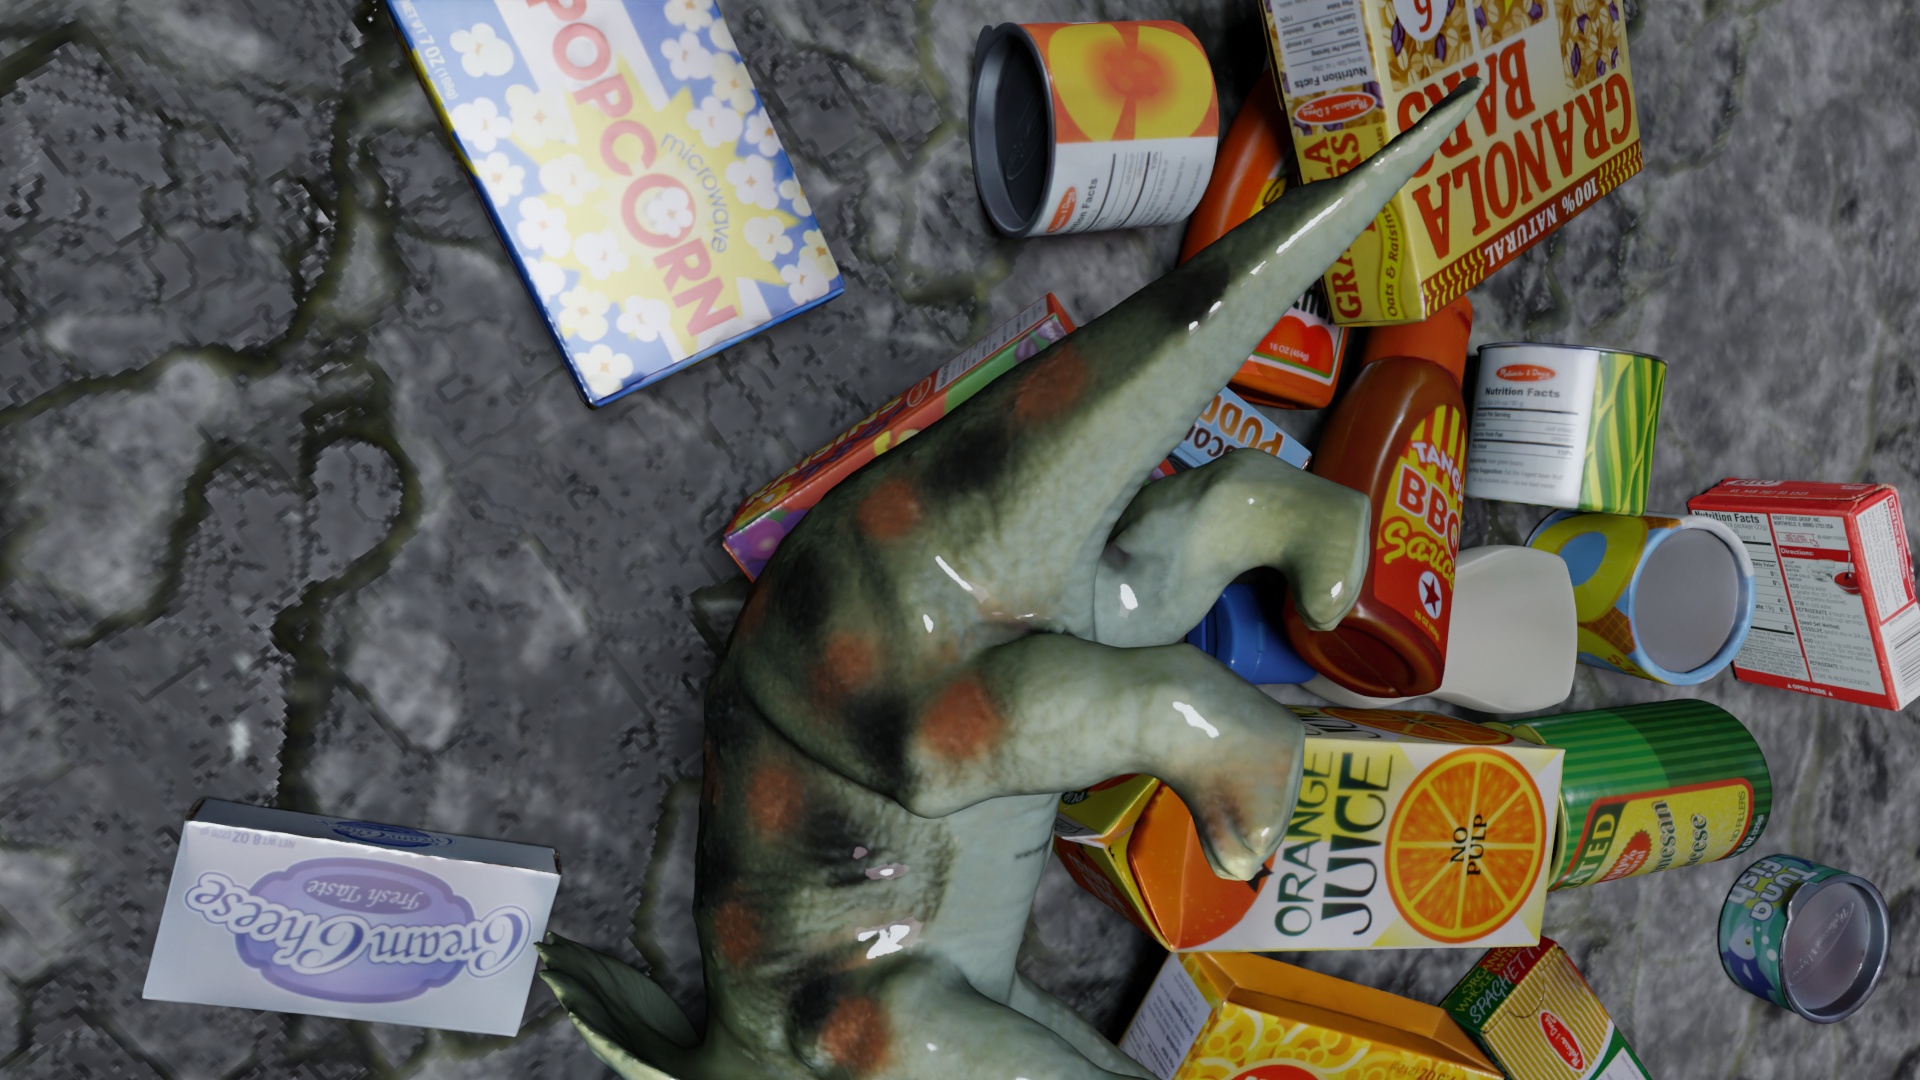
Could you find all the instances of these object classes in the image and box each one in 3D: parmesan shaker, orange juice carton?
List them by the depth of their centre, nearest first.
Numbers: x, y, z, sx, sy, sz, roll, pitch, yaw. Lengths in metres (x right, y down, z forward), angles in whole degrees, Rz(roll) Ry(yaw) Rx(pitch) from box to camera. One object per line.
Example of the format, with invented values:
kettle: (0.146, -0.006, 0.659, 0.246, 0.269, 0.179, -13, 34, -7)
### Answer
orange juice carton: (0.108, 0.097, 0.487, 0.193, 0.072, 0.073, 5, 92, -21)
parmesan shaker: (0.252, 0.097, 0.540, 0.103, 0.071, 0.071, -4, 96, -20)

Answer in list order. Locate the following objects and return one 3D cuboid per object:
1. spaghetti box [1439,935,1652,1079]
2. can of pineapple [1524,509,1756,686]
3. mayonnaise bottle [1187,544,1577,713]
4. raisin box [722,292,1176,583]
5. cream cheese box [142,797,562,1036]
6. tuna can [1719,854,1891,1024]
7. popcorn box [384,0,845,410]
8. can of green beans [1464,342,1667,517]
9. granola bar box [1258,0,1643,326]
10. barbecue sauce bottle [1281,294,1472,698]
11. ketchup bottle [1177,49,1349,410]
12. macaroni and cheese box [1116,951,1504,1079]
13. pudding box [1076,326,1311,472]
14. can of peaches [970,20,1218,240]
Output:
spaghetti box: (0.287, 0.268, 0.590, 0.050, 0.028, 0.249, -41, 107, -12)
can of pineapple: (0.263, 0.022, 0.545, 0.071, 0.058, 0.071, -2, 96, -20)
mayonnaise bottle: (0.158, 0.034, 0.517, 0.148, 0.041, 0.064, 0, 87, -19)
raisin box: (0.002, -0.005, 0.430, 0.123, 0.040, 0.086, -33, 107, 13)
cream cheese box: (-0.176, 0.112, 0.409, 0.104, 0.024, 0.053, 14, 91, -21)
tuna can: (0.369, 0.172, 0.610, 0.071, 0.033, 0.071, -2, 95, -20)
popcorn box: (-0.100, -0.113, 0.410, 0.085, 0.038, 0.126, -28, 104, -15)
can of green beans: (0.225, -0.041, 0.521, 0.071, 0.071, 0.057, 6, 93, -21)
granola bar box: (0.172, -0.160, 0.473, 0.166, 0.039, 0.123, -32, 114, -35)
barbecue sauce bottle: (0.150, -0.024, 0.481, 0.064, 0.043, 0.149, 39, 56, -34)
ketchup bottle: (0.115, -0.123, 0.486, 0.065, 0.043, 0.148, 13, 89, -24)
macaroni and cheese box: (0.094, 0.230, 0.487, 0.124, 0.040, 0.166, 21, 103, -21)
pudding box: (0.071, -0.040, 0.473, 0.083, 0.049, 0.030, 33, 82, -20)
can of peaches: (0.041, -0.134, 0.446, 0.058, 0.071, 0.071, -8, 98, -19)
